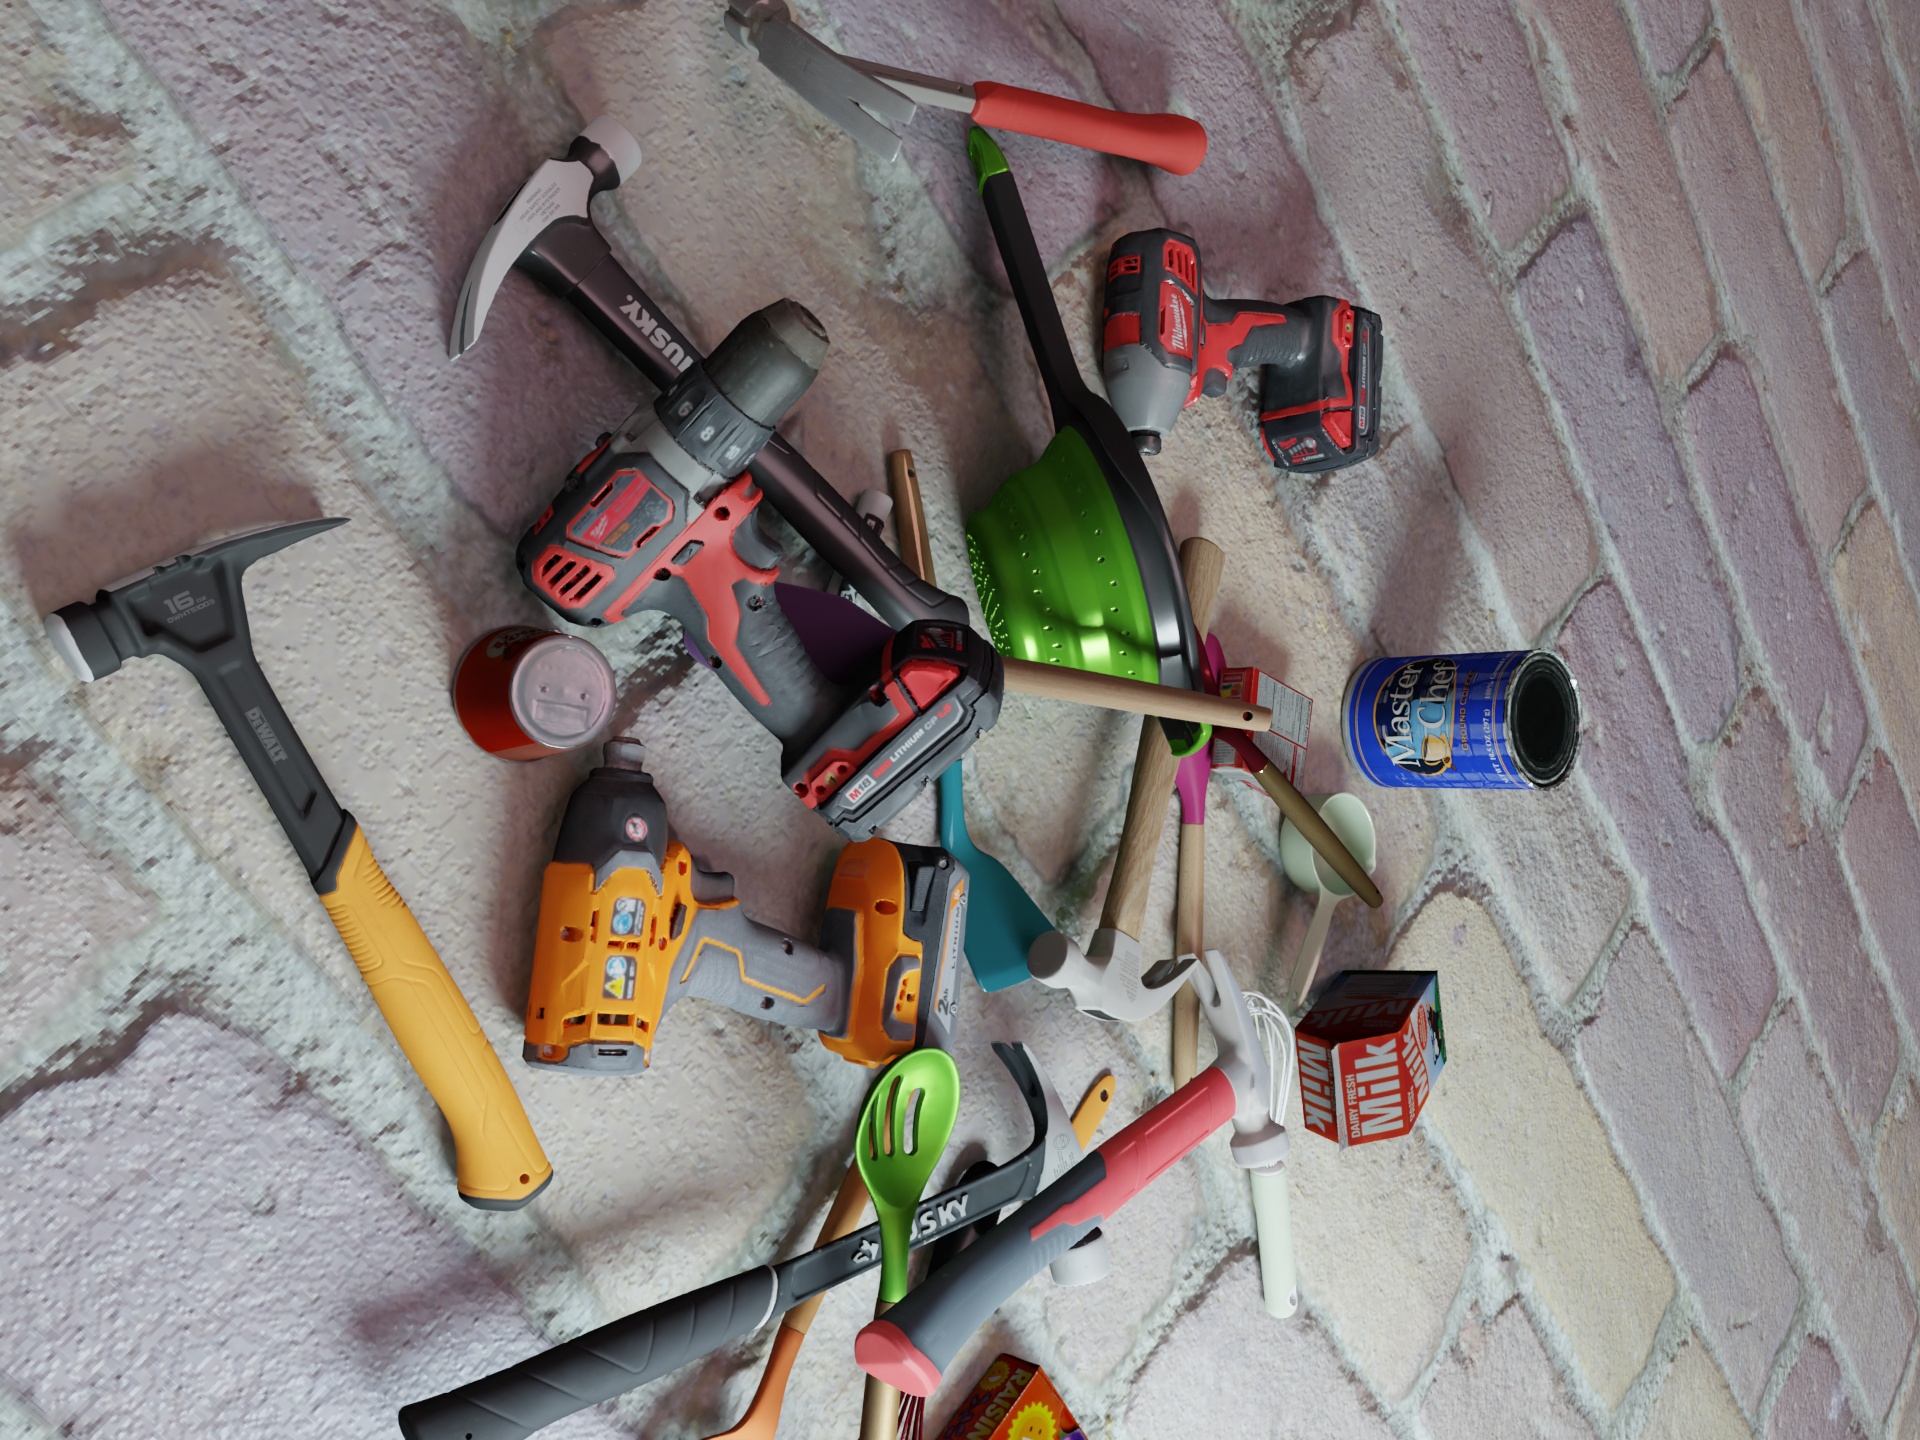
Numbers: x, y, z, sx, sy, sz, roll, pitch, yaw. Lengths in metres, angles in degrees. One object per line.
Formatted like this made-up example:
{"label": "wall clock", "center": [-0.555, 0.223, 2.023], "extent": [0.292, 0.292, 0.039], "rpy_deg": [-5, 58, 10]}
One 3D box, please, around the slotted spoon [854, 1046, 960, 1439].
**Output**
{"label": "slotted spoon", "center": [-0.040, 0.324, 0.819], "extent": [0.070, 0.031, 0.314], "rpy_deg": [9, 84, -45]}

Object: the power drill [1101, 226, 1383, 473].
{"label": "power drill", "center": [0.186, -0.237, 1.078], "extent": [0.219, 0.078, 0.143], "rpy_deg": [6, 85, -37]}

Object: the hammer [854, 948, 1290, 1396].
{"label": "hammer", "center": [0.072, 0.253, 0.909], "extent": [0.386, 0.038, 0.143], "rpy_deg": [-17, 88, -51]}

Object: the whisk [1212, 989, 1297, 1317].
{"label": "whisk", "center": [0.212, 0.303, 1.105], "extent": [0.058, 0.059, 0.246], "rpy_deg": [-24, 110, -55]}

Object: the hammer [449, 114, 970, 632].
{"label": "hammer", "center": [-0.113, -0.142, 0.836], "extent": [0.334, 0.035, 0.146], "rpy_deg": [45, 62, -24]}

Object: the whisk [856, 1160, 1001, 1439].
{"label": "whisk", "center": [-0.032, 0.390, 0.896], "extent": [0.073, 0.073, 0.296], "rpy_deg": [41, 58, -31]}

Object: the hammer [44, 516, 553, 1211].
{"label": "hammer", "center": [-0.266, 0.076, 0.723], "extent": [0.127, 0.034, 0.336], "rpy_deg": [-34, 110, -34]}

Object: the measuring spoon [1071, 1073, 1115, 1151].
{"label": "measuring spoon", "center": [0.072, 0.275, 1.010], "extent": [0.021, 0.011, 0.117], "rpy_deg": [49, 60, -28]}

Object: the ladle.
{"label": "ladle", "center": [0.212, 0.042, 1.063], "extent": [0.315, 0.031, 0.069], "rpy_deg": [45, 41, -36]}

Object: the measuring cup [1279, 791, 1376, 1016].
{"label": "measuring cup", "center": [0.249, 0.131, 1.145], "extent": [0.083, 0.038, 0.168], "rpy_deg": [31, 72, -35]}

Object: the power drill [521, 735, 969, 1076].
{"label": "power drill", "center": [-0.108, 0.100, 0.825], "extent": [0.226, 0.084, 0.164], "rpy_deg": [9, 82, -35]}

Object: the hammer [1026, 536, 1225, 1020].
{"label": "hammer", "center": [0.127, 0.032, 1.019], "extent": [0.129, 0.031, 0.331], "rpy_deg": [36, 60, -40]}

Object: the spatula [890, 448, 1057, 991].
{"label": "spatula", "center": [-0.001, -0.003, 0.936], "extent": [0.082, 0.044, 0.317], "rpy_deg": [-15, 97, -47]}

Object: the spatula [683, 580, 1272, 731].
{"label": "spatula", "center": [0.010, -0.026, 0.848], "extent": [0.316, 0.018, 0.060], "rpy_deg": [9, 93, -1]}

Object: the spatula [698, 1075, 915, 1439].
{"label": "spatula", "center": [-0.087, 0.309, 0.874], "extent": [0.081, 0.041, 0.323], "rpy_deg": [42, 60, -30]}

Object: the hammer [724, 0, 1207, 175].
{"label": "hammer", "center": [0.039, -0.354, 0.933], "extent": [0.359, 0.149, 0.036], "rpy_deg": [-11, 137, -47]}

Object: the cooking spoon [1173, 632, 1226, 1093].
{"label": "cooking spoon", "center": [0.158, 0.096, 1.081], "extent": [0.068, 0.017, 0.319], "rpy_deg": [7, 84, -39]}

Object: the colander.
{"label": "colander", "center": [0.036, -0.157, 0.938], "extent": [0.094, 0.204, 0.397], "rpy_deg": [-17, 83, -4]}

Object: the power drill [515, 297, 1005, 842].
{"label": "power drill", "center": [-0.078, -0.072, 0.775], "extent": [0.226, 0.080, 0.188], "rpy_deg": [43, 106, -15]}

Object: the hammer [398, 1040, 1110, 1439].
{"label": "hammer", "center": [-0.087, 0.288, 0.830], "extent": [0.408, 0.036, 0.149], "rpy_deg": [-11, 87, -38]}
